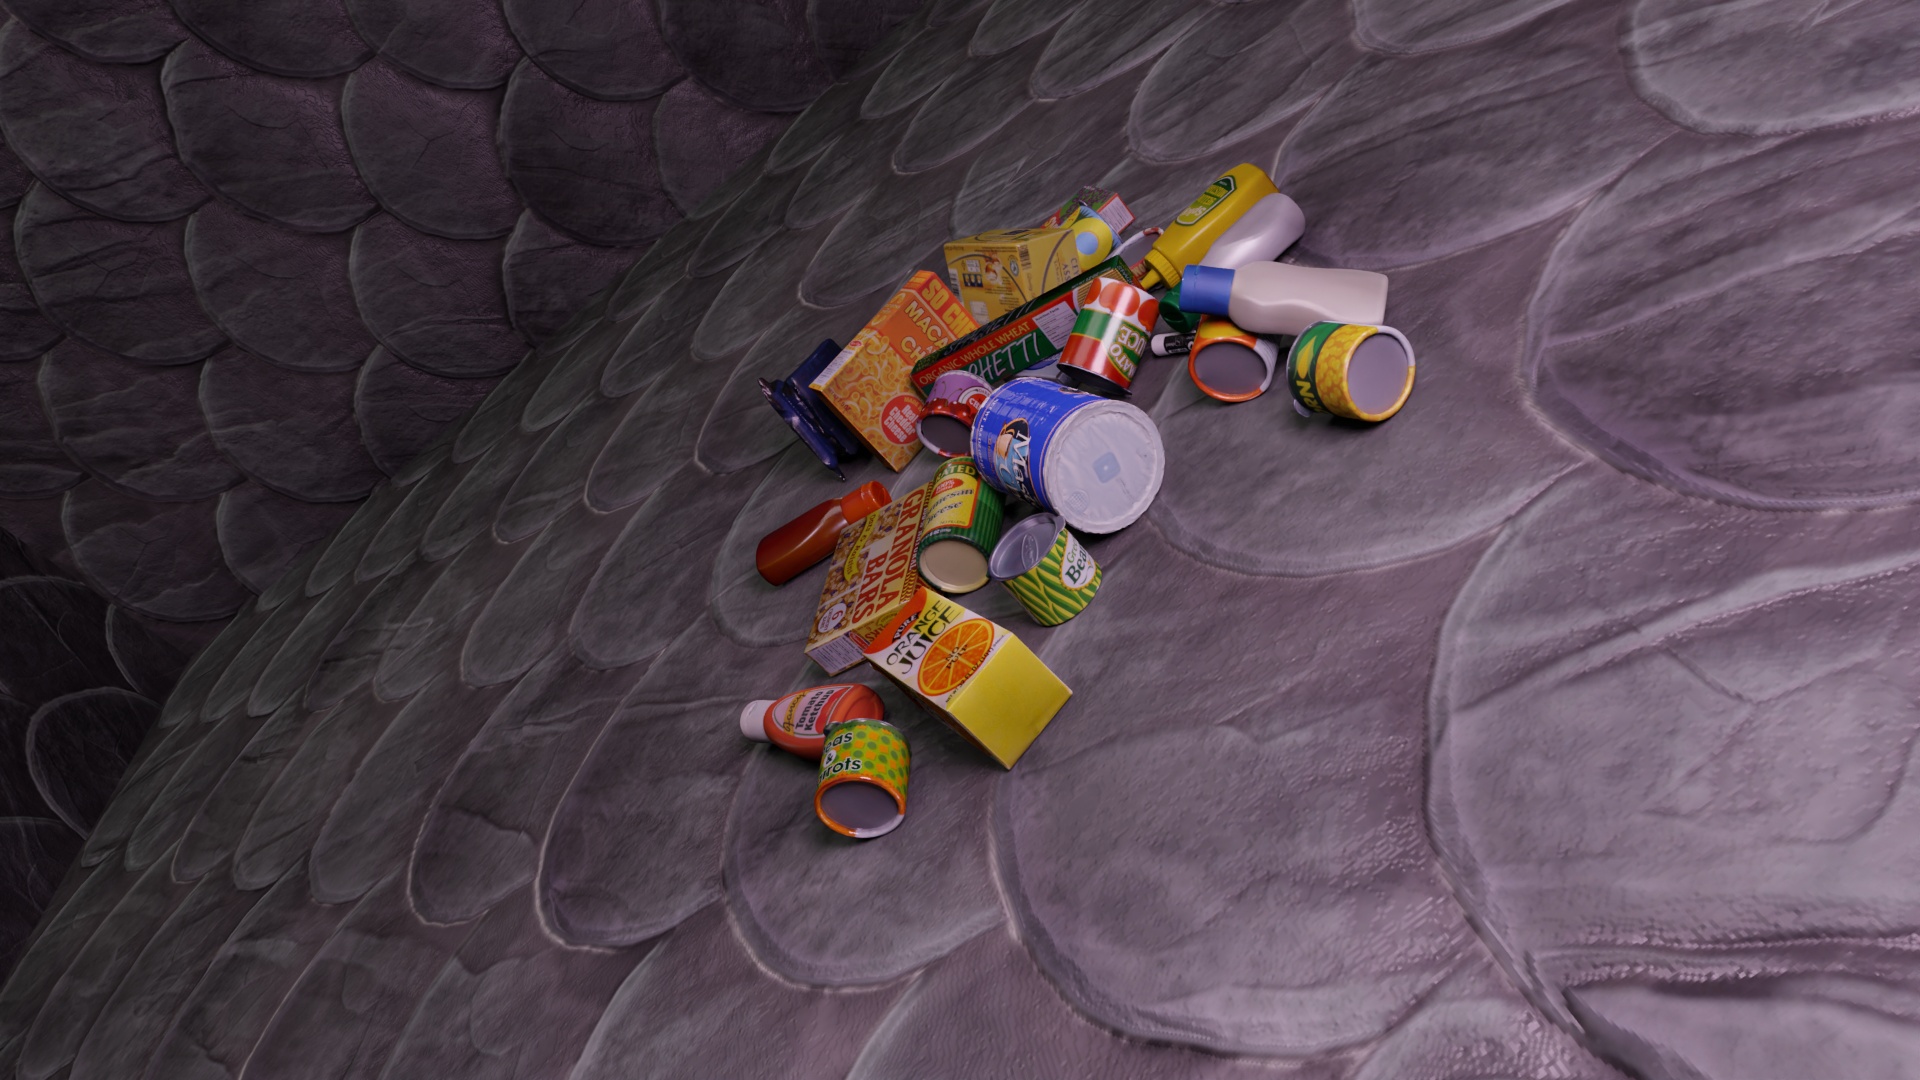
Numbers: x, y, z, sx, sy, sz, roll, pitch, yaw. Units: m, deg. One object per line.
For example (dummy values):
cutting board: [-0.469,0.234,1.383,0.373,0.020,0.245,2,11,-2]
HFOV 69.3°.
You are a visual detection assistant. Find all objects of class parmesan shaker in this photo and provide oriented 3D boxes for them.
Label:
parmesan shaker: [0.004,-0.015,1.173,0.071,0.071,0.103,-27,31,29]

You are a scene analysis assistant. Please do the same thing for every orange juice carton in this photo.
orange juice carton: [-0.007,0.092,1.028,0.072,0.073,0.193,-49,27,-10]

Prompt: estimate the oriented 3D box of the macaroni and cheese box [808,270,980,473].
macaroni and cheese box: [-0.053,-0.172,1.408,0.167,0.123,0.040,-48,28,-10]

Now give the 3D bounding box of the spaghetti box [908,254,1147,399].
spaghetti box: [0.059,-0.193,1.312,0.249,0.050,0.029,-23,31,34]

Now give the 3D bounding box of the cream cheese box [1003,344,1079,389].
cream cheese box: [0.085,-0.169,1.327,0.053,0.024,0.104,-51,28,-14]

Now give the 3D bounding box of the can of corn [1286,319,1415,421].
can of corn: [0.269,-0.115,0.961,0.071,0.071,0.058,-49,28,-10]

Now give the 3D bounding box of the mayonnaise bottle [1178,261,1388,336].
mayonnaise bottle: [0.239,-0.179,1.035,0.148,0.041,0.065,10,50,13]

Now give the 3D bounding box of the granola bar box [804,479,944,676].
granola bar box: [-0.065,0.031,1.230,0.124,0.039,0.166,-28,31,29]

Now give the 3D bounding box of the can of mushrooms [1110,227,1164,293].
can of mushrooms: [0.177,-0.267,1.334,0.071,0.033,0.071,-32,29,20]

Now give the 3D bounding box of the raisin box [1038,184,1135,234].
raisin box: [0.116,-0.321,1.487,0.123,0.040,0.086,-43,28,-1]

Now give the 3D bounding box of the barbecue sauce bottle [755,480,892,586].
barbecue sauce bottle: [-0.135,-0.011,1.379,0.148,0.043,0.065,-29,31,25]

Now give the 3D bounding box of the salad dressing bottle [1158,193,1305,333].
salad dressing bottle: [0.231,-0.236,1.187,0.148,0.044,0.064,-43,24,-14]

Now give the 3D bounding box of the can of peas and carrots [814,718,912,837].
can of peas and carrots: [-0.072,0.171,1.006,0.071,0.071,0.059,-30,30,24]

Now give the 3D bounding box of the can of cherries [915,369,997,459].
can of cherries: [-0.002,-0.120,1.330,0.071,0.071,0.059,-17,37,42]

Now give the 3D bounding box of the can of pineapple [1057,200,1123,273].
can of pineapple: [0.124,-0.299,1.412,0.058,0.071,0.071,-44,27,0]

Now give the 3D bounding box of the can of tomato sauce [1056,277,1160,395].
can of tomato sauce: [0.131,-0.177,1.206,0.071,0.071,0.083,19,85,60]

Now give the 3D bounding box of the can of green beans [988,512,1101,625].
can of green beans: [0.064,0.022,1.048,0.071,0.057,0.071,-33,29,21]

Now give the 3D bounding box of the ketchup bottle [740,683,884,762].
ketchup bottle: [-0.126,0.150,1.140,0.148,0.043,0.065,-8,44,49]

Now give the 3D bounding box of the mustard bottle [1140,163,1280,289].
mustard bottle: [0.218,-0.278,1.276,0.160,0.048,0.065,-42,26,3]

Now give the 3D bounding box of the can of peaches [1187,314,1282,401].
can of peaches: [0.213,-0.150,1.084,0.071,0.071,0.058,-19,37,39]
